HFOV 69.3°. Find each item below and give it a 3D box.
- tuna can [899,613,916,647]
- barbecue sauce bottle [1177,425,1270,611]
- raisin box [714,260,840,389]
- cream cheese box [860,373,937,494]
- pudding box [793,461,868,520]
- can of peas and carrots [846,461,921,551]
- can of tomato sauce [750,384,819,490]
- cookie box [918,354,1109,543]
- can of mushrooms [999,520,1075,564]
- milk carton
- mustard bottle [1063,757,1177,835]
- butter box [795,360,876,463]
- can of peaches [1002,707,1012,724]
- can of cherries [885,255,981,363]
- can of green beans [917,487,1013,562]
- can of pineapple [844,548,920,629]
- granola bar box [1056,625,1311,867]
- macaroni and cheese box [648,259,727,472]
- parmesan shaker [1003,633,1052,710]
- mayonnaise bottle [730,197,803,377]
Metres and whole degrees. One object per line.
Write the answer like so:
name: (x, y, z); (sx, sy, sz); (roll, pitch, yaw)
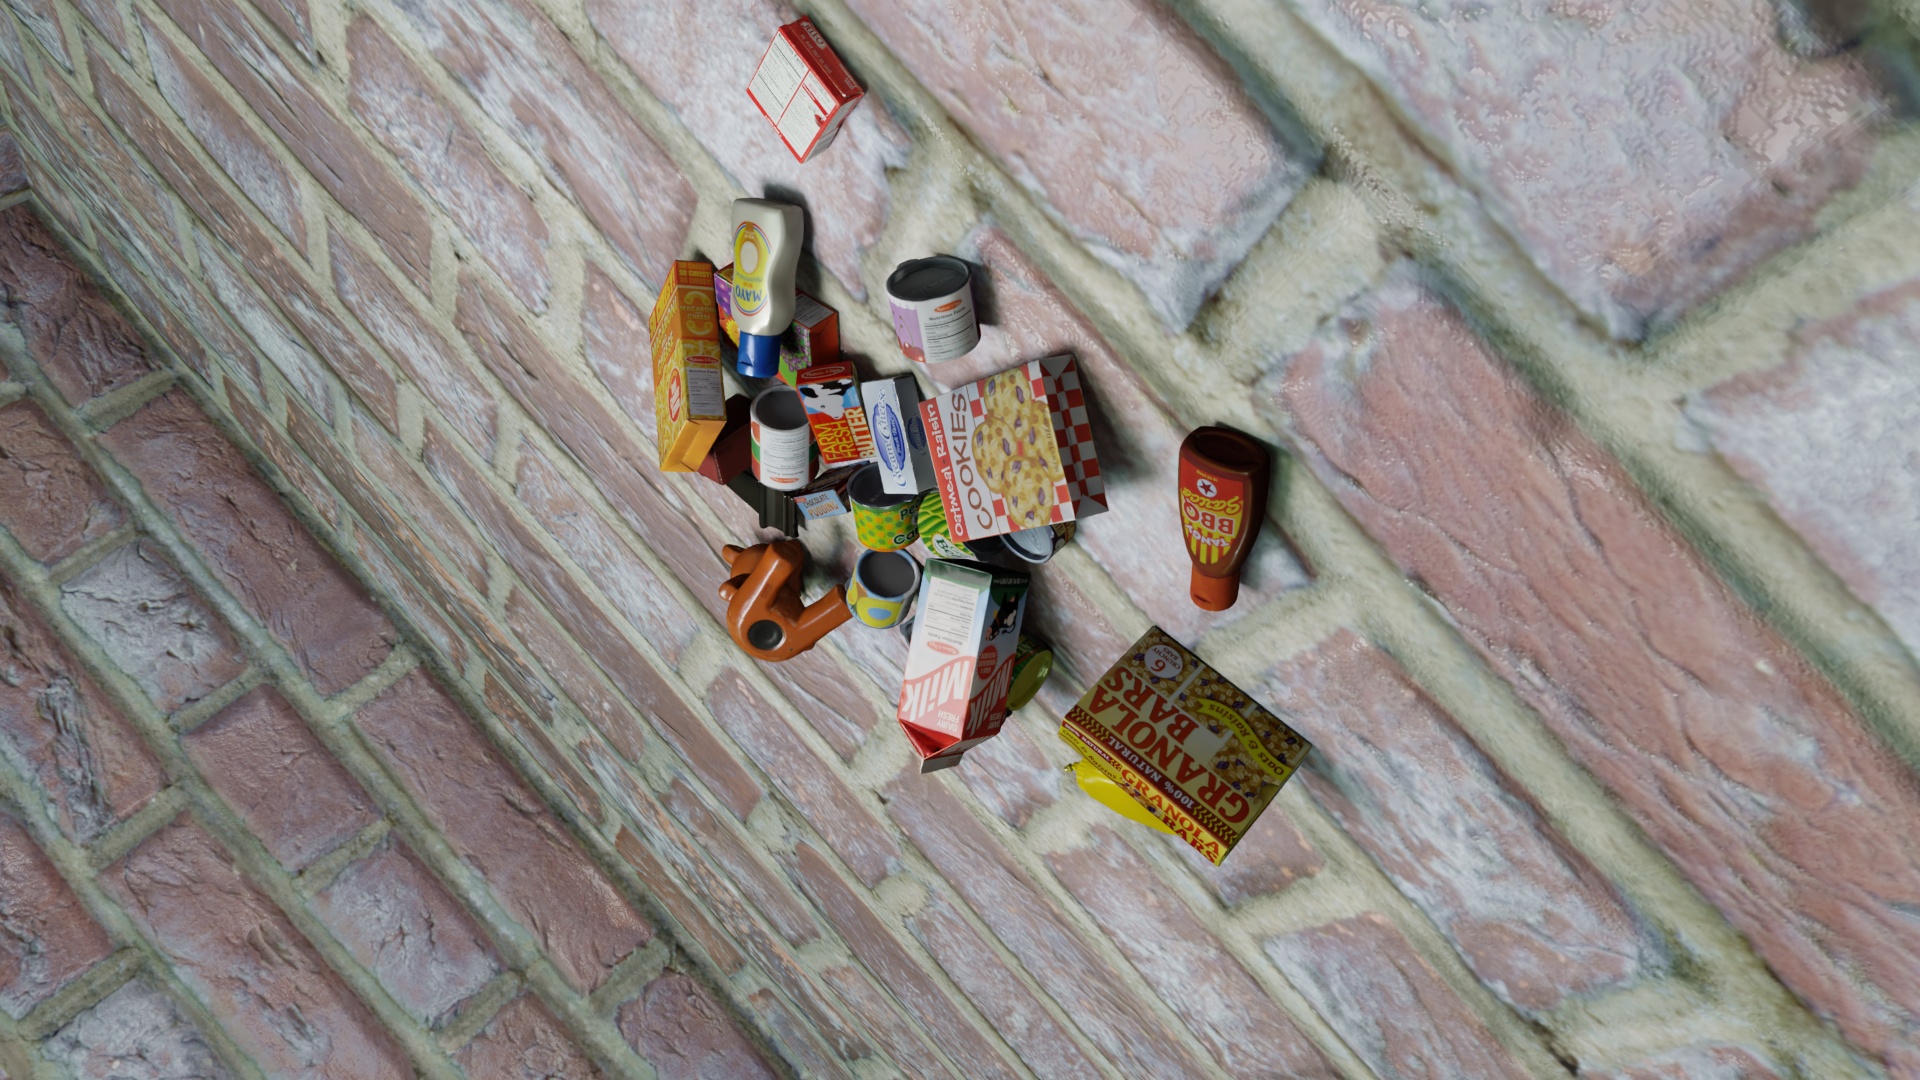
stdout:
tuna can: (-0.025, 0.097, 1.404); (0.071, 0.033, 0.070); (32, 144, 27)
barbecue sauce bottle: (0.188, -0.011, 1.010); (0.065, 0.044, 0.147); (28, 143, 30)
raisin box: (-0.167, -0.193, 1.266); (0.123, 0.040, 0.085); (34, 146, 25)
cream cheese box: (-0.054, -0.092, 1.221); (0.053, 0.024, 0.103); (1, 107, 53)
pudding box: (-0.120, -0.048, 1.352); (0.083, 0.050, 0.030); (-7, 120, 55)
can of peas and carrots: (-0.067, -0.031, 1.288); (0.071, 0.071, 0.058); (28, 143, 31)
can of tomato sauce: (-0.170, -0.101, 1.344); (0.071, 0.071, 0.082); (36, 146, 21)
cookie box: (0.039, -0.069, 1.102); (0.167, 0.040, 0.123); (-12, 92, 55)
can of mushrooms: (0.063, -0.016, 1.172); (0.071, 0.033, 0.070); (32, 144, 27)
milk carton: (-0.001, 0.115, 1.251); (0.073, 0.072, 0.190); (13, 95, 31)
mustard bottle: (0.157, 0.227, 1.299); (0.160, 0.049, 0.065); (11, 132, 47)
butter box: (-0.110, -0.114, 1.255); (0.053, 0.024, 0.103); (-8, 138, 8)
can of peaches: (0.019, 0.152, 1.379); (0.071, 0.071, 0.057); (34, 145, 23)
can of cherries: (-0.021, -0.179, 1.075); (0.071, 0.072, 0.058); (24, 141, 36)
can of green beans: (0.005, -0.017, 1.212); (0.057, 0.071, 0.071); (-7, 118, 54)
can of pineapple: (-0.079, 0.046, 1.383); (0.071, 0.071, 0.057); (41, 147, 13)
granola bar box: (0.181, 0.163, 1.127); (0.166, 0.125, 0.038); (38, 148, 18)
macaroni and cheese box: (-0.263, -0.165, 1.332); (0.123, 0.040, 0.167); (138, 128, -58)
parmesan shaker: (0.025, 0.107, 1.315); (0.103, 0.071, 0.071); (33, 145, 25)
mayonnaise bottle: (-0.169, -0.216, 1.191); (0.065, 0.041, 0.147); (19, 113, 31)
